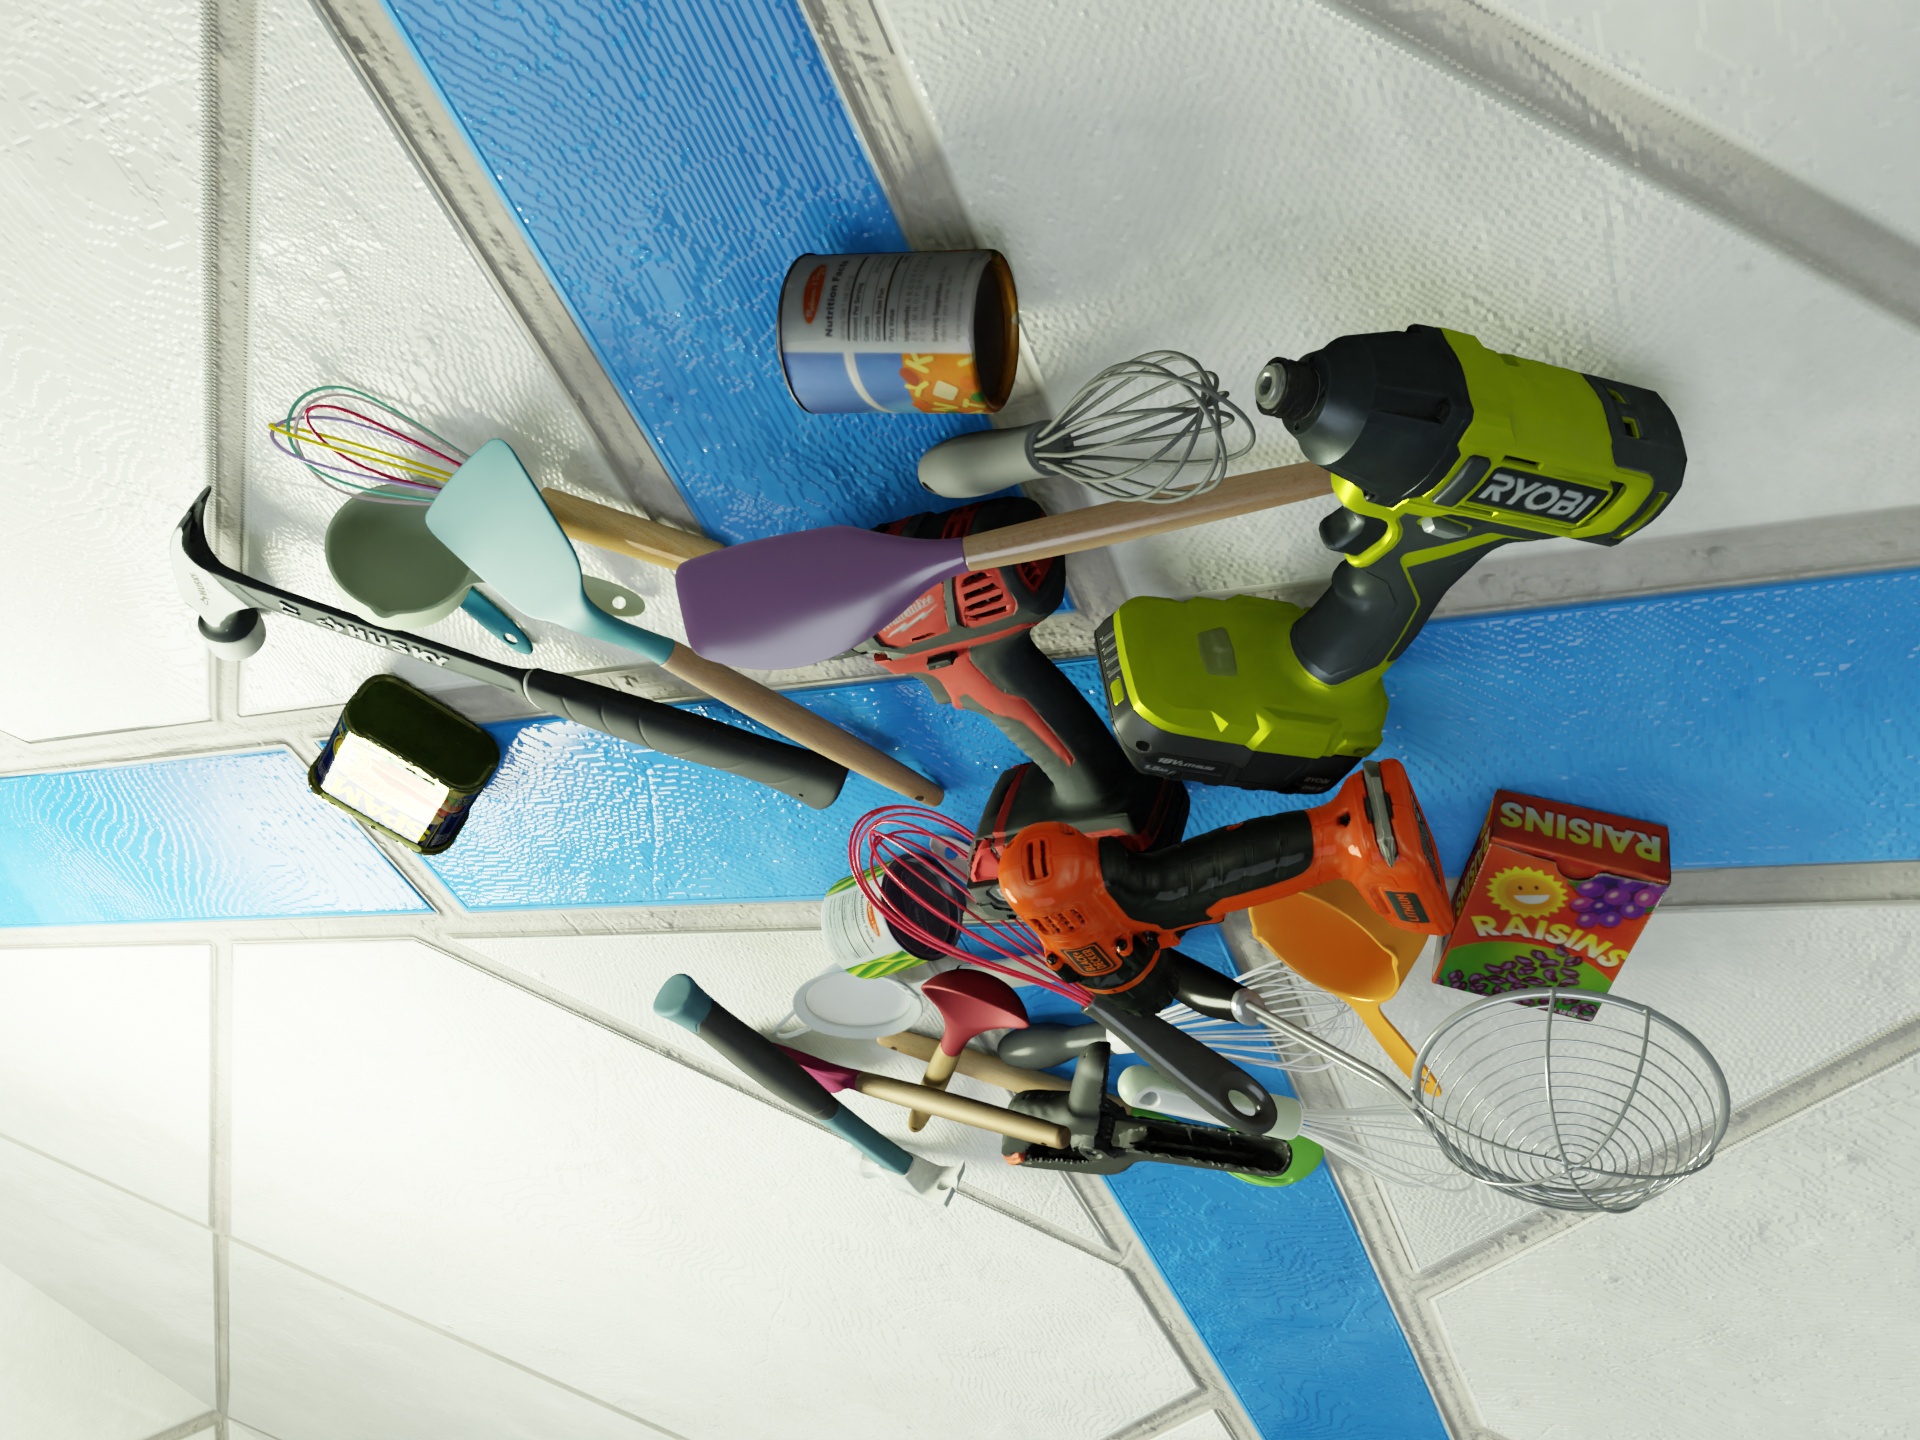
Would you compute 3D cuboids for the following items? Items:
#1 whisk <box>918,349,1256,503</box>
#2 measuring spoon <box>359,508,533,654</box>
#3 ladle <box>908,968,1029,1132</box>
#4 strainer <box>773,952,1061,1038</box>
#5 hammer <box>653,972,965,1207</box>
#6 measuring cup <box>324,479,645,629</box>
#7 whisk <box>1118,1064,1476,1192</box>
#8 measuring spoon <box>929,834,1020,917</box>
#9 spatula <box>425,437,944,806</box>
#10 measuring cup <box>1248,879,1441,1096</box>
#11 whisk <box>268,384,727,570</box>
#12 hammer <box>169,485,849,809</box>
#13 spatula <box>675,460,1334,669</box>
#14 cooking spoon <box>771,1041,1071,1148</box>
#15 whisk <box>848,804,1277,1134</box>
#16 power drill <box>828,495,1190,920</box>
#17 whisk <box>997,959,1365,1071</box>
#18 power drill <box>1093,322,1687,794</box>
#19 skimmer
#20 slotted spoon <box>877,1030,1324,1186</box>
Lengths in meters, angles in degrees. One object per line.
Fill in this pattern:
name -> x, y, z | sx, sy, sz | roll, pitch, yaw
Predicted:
whisk -> 0.038, -0.108, 0.637 | 0.055, 0.055, 0.239 | 42, 166, -21
measuring spoon -> -0.297, -0.074, 0.901 | 0.128, 0.021, 0.042 | 42, 135, -20
ladle -> -0.009, 0.226, 1.056 | 0.069, 0.031, 0.315 | 21, 149, 2
strainer -> -0.008, 0.167, 1.022 | 0.258, 0.050, 0.086 | -13, 139, 26
hammer -> -0.104, 0.262, 1.104 | 0.128, 0.033, 0.330 | 8, 151, 40
measuring cup -> -0.256, -0.075, 0.862 | 0.167, 0.083, 0.038 | 13, 157, -15
whisk -> 0.206, 0.243, 0.958 | 0.246, 0.059, 0.057 | 16, 122, -16
measuring spoon -> 0.033, 0.105, 0.955 | 0.124, 0.034, 0.018 | 35, -178, -7
spatula -> -0.131, -0.033, 0.844 | 0.317, 0.044, 0.082 | 31, 135, -29
measuring cup -> 0.226, 0.130, 0.852 | 0.095, 0.052, 0.173 | 0, 135, 54
whisk -> -0.237, -0.119, 0.822 | 0.245, 0.051, 0.047 | 18, 160, -1
hammer -> -0.259, -0.028, 0.915 | 0.409, 0.036, 0.149 | 18, 151, 1
spatula -> 0.028, -0.075, 0.691 | 0.316, 0.018, 0.060 | -12, 95, 9
cooking spoon -> -0.049, 0.253, 1.092 | 0.319, 0.017, 0.068 | 3, 146, 44
whisk -> 0.060, 0.145, 0.907 | 0.296, 0.073, 0.073 | 36, 138, -2
power drill -> -0.001, -0.003, 0.812 | 0.188, 0.080, 0.226 | -12, 126, 32
whisk -> 0.127, 0.190, 0.979 | 0.284, 0.070, 0.070 | -18, 126, 42
power drill -> 0.152, -0.062, 0.646 | 0.171, 0.080, 0.223 | 7, 144, -22
skimmer -> 0.203, 0.146, 0.805 | 0.127, 0.090, 0.363 | 58, 163, -22
slotted spoon -> 0.091, 0.263, 1.091 | 0.314, 0.031, 0.070 | 16, 142, 10
